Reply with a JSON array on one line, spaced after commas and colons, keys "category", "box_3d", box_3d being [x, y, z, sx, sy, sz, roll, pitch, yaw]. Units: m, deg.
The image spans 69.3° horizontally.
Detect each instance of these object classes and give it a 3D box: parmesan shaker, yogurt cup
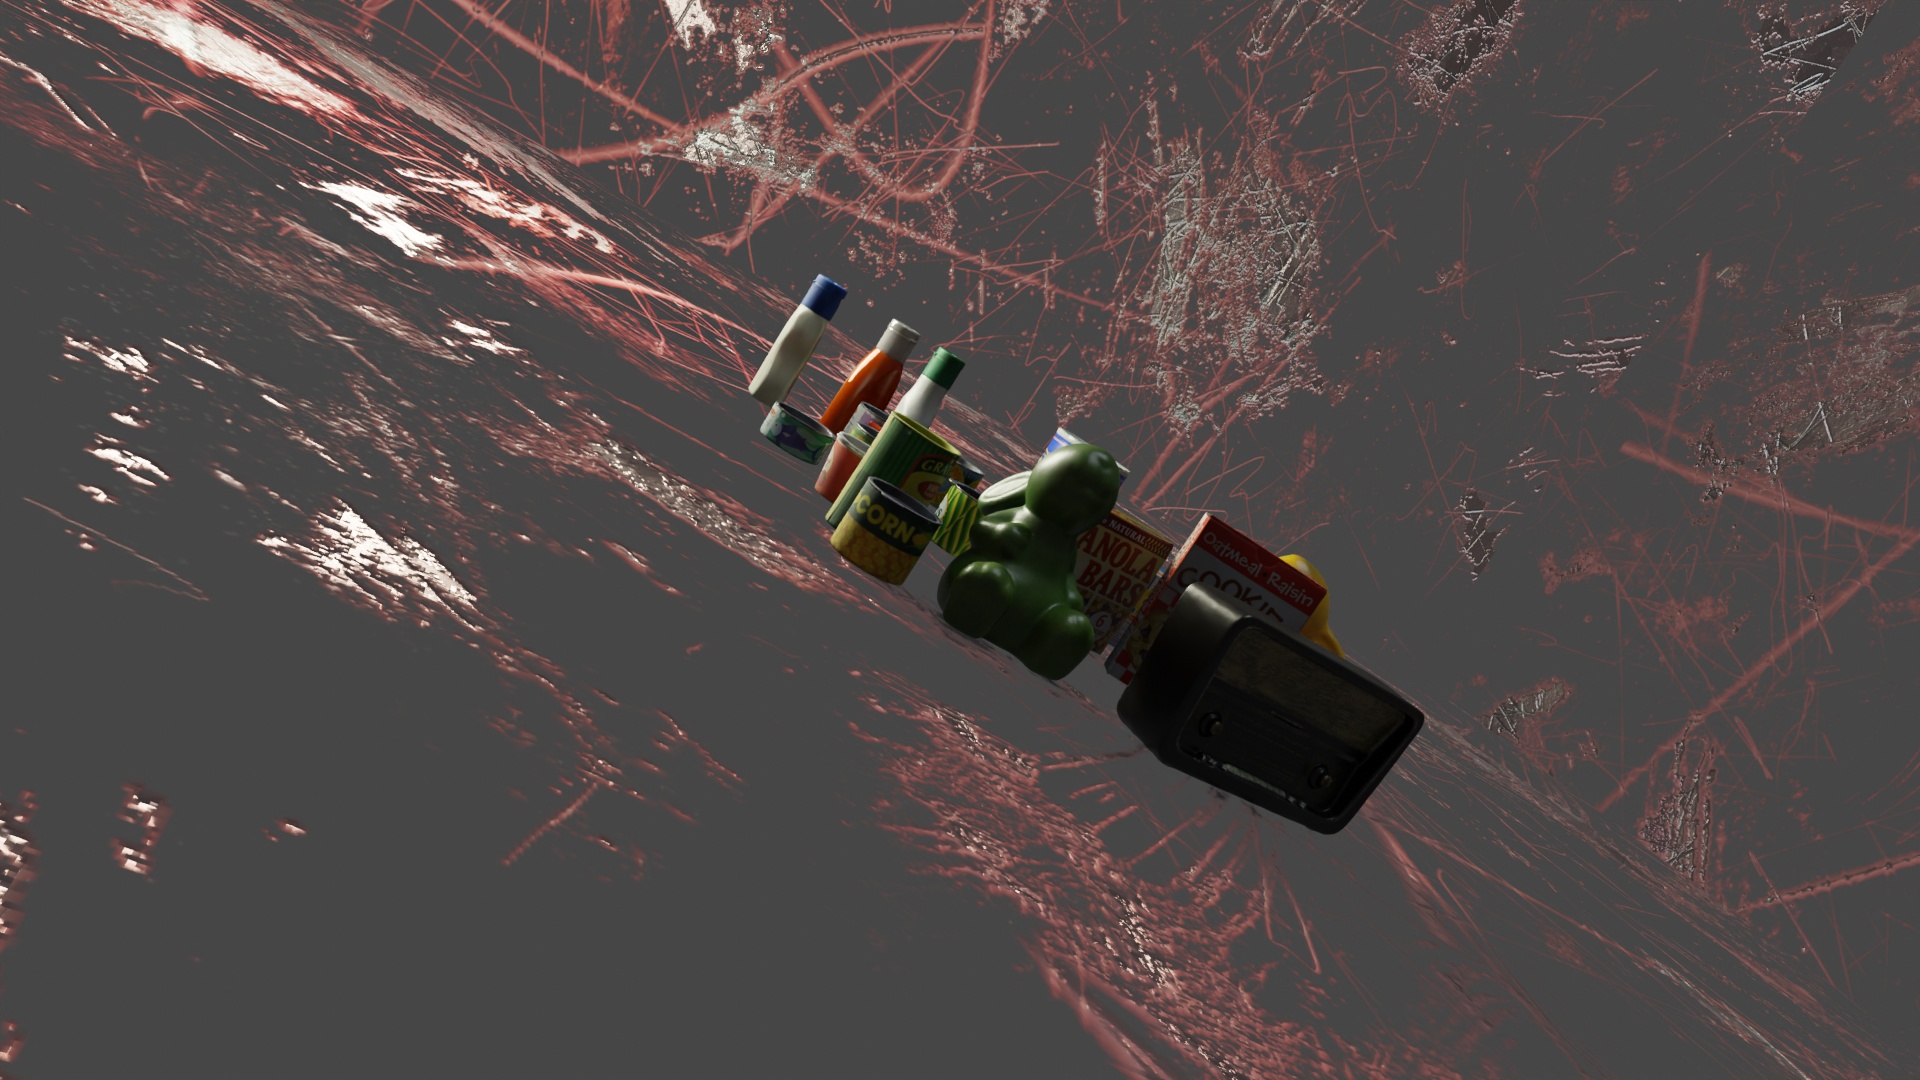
[{"category": "parmesan shaker", "box_3d": [-0.053, -0.044, 1.123, 0.071, 0.103, 0.071, 32, 8, -5]}, {"category": "yogurt cup", "box_3d": [-0.091, -0.055, 1.217, 0.072, 0.054, 0.072, 32, 8, -5]}]

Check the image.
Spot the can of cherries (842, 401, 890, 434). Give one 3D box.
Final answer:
[{"category": "can of cherries", "box_3d": [-0.091, -0.105, 1.486, 0.071, 0.058, 0.071, 32, 8, -5]}]

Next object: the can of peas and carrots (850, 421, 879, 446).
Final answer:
[{"category": "can of peas and carrots", "box_3d": [-0.084, -0.069, 1.306, 0.071, 0.058, 0.071, 32, 8, -5]}]

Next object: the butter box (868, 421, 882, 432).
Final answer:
[{"category": "butter box", "box_3d": [-0.067, -0.074, 1.410, 0.104, 0.053, 0.024, 38, 10, 33]}]

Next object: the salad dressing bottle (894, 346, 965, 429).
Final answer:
[{"category": "salad dressing bottle", "box_3d": [-0.048, -0.152, 1.602, 0.044, 0.147, 0.064, 30, 8, -18]}]

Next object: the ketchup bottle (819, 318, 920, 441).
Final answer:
[{"category": "ketchup bottle", "box_3d": [-0.097, -0.173, 1.540, 0.043, 0.148, 0.065, 37, 9, 30]}]

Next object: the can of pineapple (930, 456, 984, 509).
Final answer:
[{"category": "can of pineapple", "box_3d": [-0.016, -0.066, 1.538, 0.071, 0.057, 0.071, 32, 8, -5]}]

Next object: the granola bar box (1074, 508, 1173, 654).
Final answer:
[{"category": "granola bar box", "box_3d": [0.099, 0.022, 1.232, 0.165, 0.124, 0.039, 25, 11, -41]}]

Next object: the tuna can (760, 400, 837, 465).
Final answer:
[{"category": "tuna can", "box_3d": [-0.153, -0.101, 1.322, 0.071, 0.032, 0.071, 32, 8, -5]}]

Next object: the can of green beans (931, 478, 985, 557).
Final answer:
[{"category": "can of green beans", "box_3d": [0.007, -0.015, 1.333, 0.071, 0.057, 0.071, 32, 8, -5]}]

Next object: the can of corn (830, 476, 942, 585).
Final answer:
[{"category": "can of corn", "box_3d": [-0.057, -0.007, 1.053, 0.071, 0.058, 0.071, 32, 8, -5]}]

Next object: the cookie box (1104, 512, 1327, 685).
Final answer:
[{"category": "cookie box", "box_3d": [0.224, 0.077, 1.226, 0.123, 0.167, 0.040, 32, 8, -2]}]

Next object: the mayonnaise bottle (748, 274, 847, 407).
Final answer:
[{"category": "mayonnaise bottle", "box_3d": [-0.174, -0.214, 1.494, 0.041, 0.148, 0.065, 31, 8, -13]}]

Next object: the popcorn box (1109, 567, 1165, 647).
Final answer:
[{"category": "popcorn box", "box_3d": [0.174, 0.060, 1.416, 0.038, 0.085, 0.127, 32, 8, -7]}]
